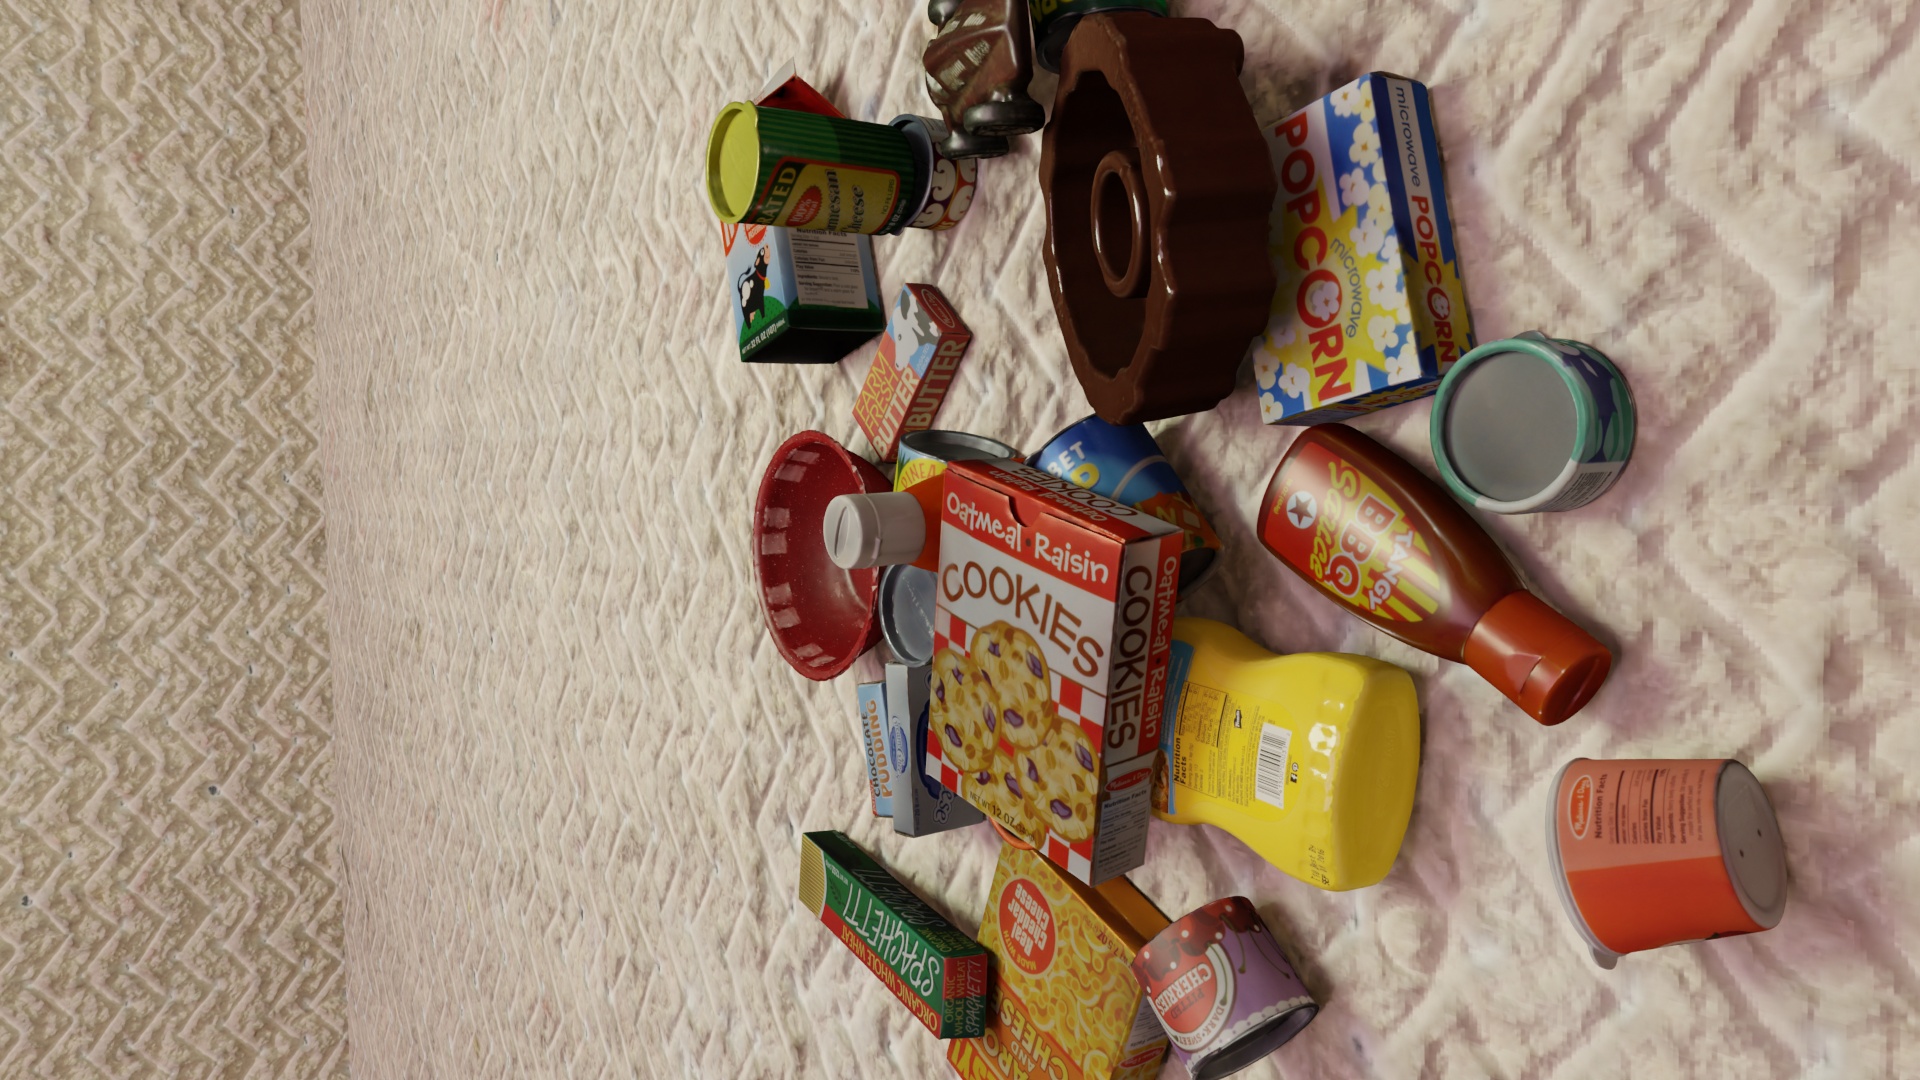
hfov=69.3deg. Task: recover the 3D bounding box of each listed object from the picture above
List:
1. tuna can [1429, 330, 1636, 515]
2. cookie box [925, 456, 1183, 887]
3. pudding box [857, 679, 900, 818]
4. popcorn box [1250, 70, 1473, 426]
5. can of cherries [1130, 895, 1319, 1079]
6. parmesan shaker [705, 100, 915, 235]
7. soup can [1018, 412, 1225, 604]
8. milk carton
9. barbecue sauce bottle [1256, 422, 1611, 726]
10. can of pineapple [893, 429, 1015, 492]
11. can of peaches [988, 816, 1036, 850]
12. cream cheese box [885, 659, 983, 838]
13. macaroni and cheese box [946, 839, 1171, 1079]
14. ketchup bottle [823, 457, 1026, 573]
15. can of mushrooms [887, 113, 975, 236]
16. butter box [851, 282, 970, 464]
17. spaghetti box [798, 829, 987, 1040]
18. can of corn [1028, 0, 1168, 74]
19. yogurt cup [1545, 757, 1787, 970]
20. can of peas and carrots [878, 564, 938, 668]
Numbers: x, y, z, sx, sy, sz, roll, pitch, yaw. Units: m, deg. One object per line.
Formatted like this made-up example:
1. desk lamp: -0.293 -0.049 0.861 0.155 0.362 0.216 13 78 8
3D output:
1. tuna can: 0.211 -0.045 0.518 0.071 0.033 0.071 8 100 54
2. cookie box: 0.038 0.057 0.648 0.123 0.040 0.166 25 119 47
3. pudding box: -0.033 0.126 0.859 0.030 0.050 0.083 -14 81 53
4. popcorn box: 0.159 -0.117 0.579 0.085 0.038 0.126 -16 80 54
5. can of cherries: 0.118 0.205 0.635 0.058 0.071 0.071 59 136 33
6. parmesan shaker: -0.084 -0.213 0.796 0.071 0.103 0.071 7 98 54
7. soup can: 0.077 -0.011 0.672 0.071 0.071 0.084 -55 54 41
8. milk carton: -0.113 -0.218 0.921 0.072 0.073 0.190 -22 75 53
9. barbecue sauce bottle: 0.185 0.014 0.550 0.149 0.044 0.064 46 127 42
10. can of pineapple: -0.006 -0.027 0.792 0.071 0.071 0.057 30 118 49
11. can of peaches: 0.051 0.128 0.735 0.071 0.058 0.071 6 98 54
12. cream cheese box: -0.015 0.121 0.830 0.024 0.053 0.103 -2 91 52
13. macaroni and cheese box: 0.056 0.254 0.754 0.124 0.040 0.165 39 123 48
14. ketchup bottle: 0.003 -0.009 0.713 0.043 0.149 0.064 38 123 45
15. can of mushrooms: -0.023 -0.217 0.830 0.071 0.033 0.071 7 98 53
16. butter box: -0.032 -0.102 0.861 0.053 0.024 0.103 56 134 36
17. spaghetti box: -0.049 0.239 0.870 0.250 0.029 0.050 -168 80 -65
18. can of corn: 0.063 -0.268 0.673 0.071 0.071 0.058 -19 77 53
19. yogurt cup: 0.238 0.104 0.467 0.053 0.072 0.072 -20 76 45
20. can of peas and carrots: -0.005 0.036 0.805 0.071 0.059 0.071 6 98 53
